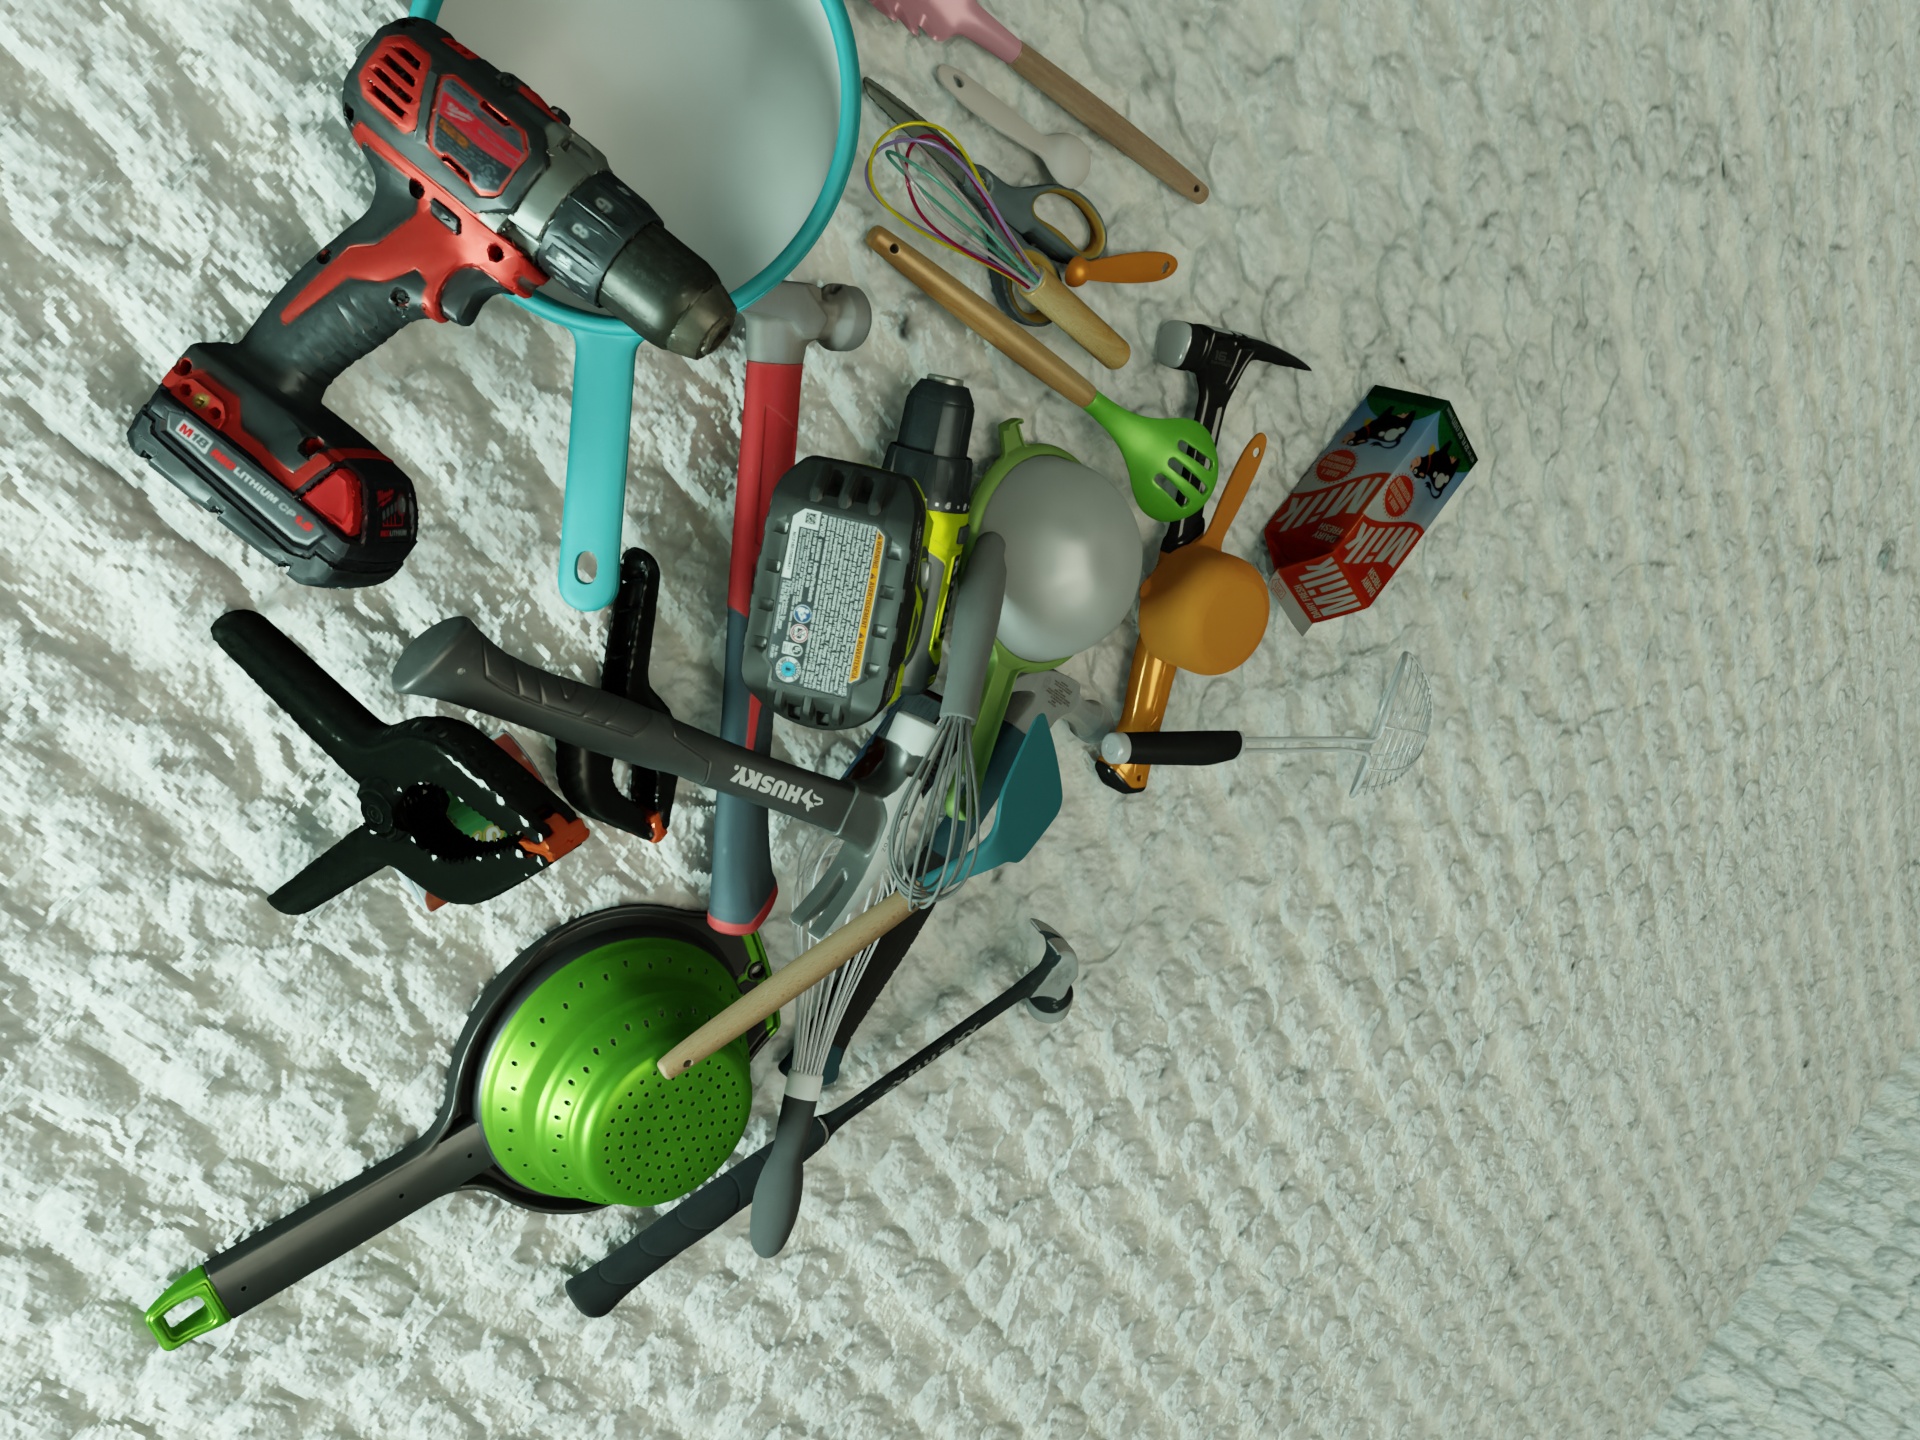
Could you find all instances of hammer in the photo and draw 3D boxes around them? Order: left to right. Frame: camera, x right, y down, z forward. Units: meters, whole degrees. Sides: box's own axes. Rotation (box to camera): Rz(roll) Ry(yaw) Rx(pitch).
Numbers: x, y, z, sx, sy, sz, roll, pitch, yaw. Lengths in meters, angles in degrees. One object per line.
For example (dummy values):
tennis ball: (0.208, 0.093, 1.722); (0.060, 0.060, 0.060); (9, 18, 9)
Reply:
hammer: (-0.153, 0.022, 0.870); (0.334, 0.035, 0.146); (24, 91, -43)
hammer: (-0.130, -0.054, 0.910); (0.143, 0.038, 0.386); (-11, 115, -45)
hammer: (-0.082, 0.268, 1.077); (0.409, 0.036, 0.149); (-32, 154, -19)
hammer: (-0.020, 0.104, 1.085); (0.128, 0.033, 0.331); (36, 85, -42)
hammer: (0.159, -0.108, 1.139); (0.127, 0.034, 0.336); (1, 107, -38)

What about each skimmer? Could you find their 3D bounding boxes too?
skimmer: (0.237, 0.006, 1.224); (0.363, 0.090, 0.127); (0, 117, -35)

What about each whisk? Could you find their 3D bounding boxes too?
whisk: (-0.091, 0.200, 1.012); (0.070, 0.070, 0.284); (16, 84, -41)
whisk: (-0.002, -0.003, 0.939); (0.055, 0.055, 0.239); (27, 67, -42)
whisk: (0.033, -0.274, 0.941); (0.244, 0.051, 0.047); (27, 87, -47)

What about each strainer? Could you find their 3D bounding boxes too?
strainer: (-0.154, -0.225, 0.766); (0.211, 0.095, 0.340); (8, 102, 3)
strainer: (0.054, -0.055, 1.013); (0.151, 0.069, 0.256); (32, 71, -45)

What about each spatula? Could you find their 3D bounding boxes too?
spatula: (-0.050, 0.112, 0.955); (0.317, 0.044, 0.082); (-33, 133, -21)

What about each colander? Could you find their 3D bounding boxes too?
colander: (-0.257, 0.255, 0.917); (0.397, 0.095, 0.204); (-28, 124, -27)

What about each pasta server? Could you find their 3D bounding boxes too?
pasta server: (0.054, -0.380, 0.939); (0.316, 0.040, 0.060); (18, 105, -43)

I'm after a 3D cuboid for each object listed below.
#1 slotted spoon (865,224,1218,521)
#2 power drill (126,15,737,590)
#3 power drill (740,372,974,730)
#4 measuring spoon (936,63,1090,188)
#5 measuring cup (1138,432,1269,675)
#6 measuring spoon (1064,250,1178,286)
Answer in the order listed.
slotted spoon: (0.061, -0.214, 0.999); (0.313, 0.031, 0.070); (30, 95, -34)
power drill: (-0.227, -0.163, 0.698); (0.188, 0.080, 0.226); (39, 98, -3)
power drill: (-0.042, -0.096, 0.889); (0.228, 0.080, 0.190); (-49, 152, -74)
measuring spoon: (0.036, -0.355, 0.941); (0.124, 0.018, 0.034); (20, 66, -39)
measuring cup: (0.189, -0.113, 1.101); (0.095, 0.052, 0.173); (16, 100, -40)
measuring spoon: (0.107, -0.289, 1.022); (0.117, 0.011, 0.021); (-19, 132, -44)
